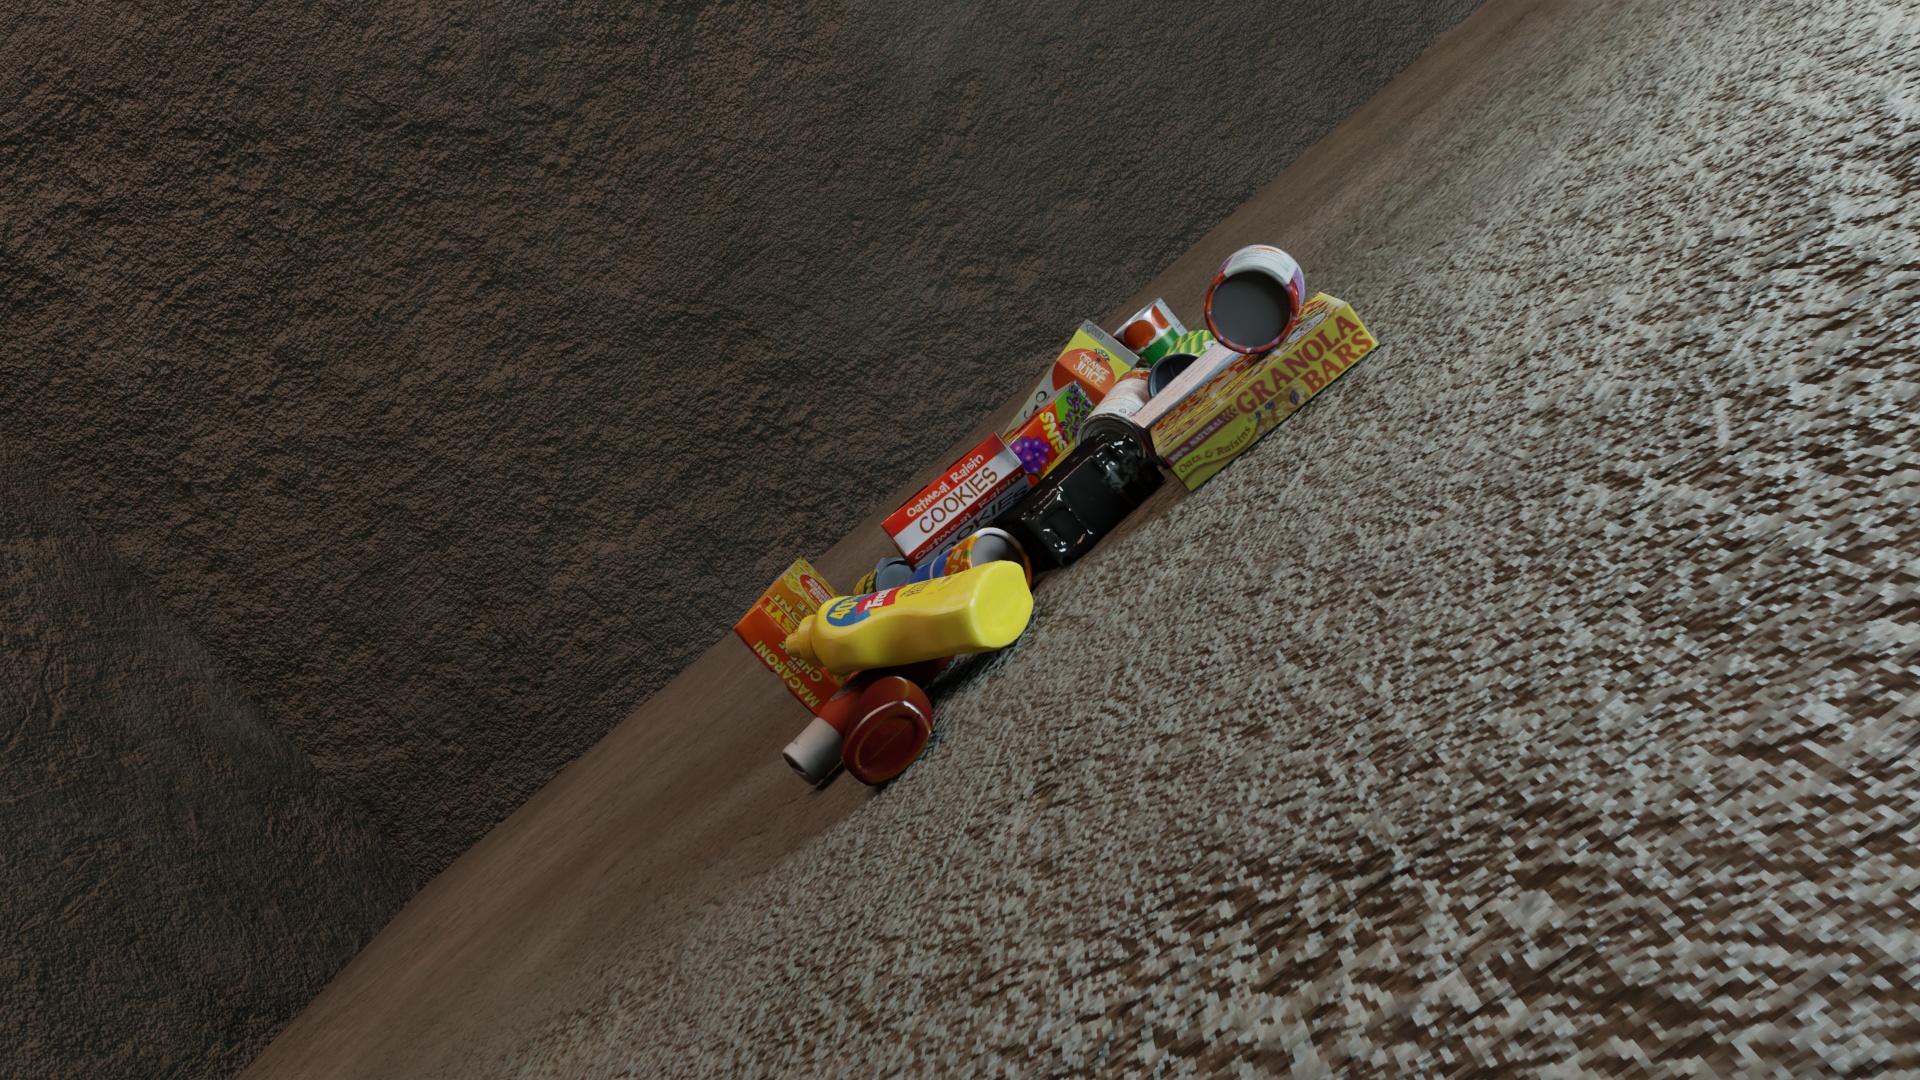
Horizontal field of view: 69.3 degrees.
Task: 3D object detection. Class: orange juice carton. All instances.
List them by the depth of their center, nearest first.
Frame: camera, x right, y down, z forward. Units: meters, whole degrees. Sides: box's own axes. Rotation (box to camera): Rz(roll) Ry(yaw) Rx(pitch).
[{"bbox_3d":[0.112,-0.146,1.501,0.191,0.072,0.073,-54,1,31],"label":"orange juice carton"}]

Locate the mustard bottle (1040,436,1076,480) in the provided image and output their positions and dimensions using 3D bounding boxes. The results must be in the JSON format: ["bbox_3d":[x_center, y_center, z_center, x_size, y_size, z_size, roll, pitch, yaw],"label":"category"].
[{"bbox_3d":[0.108,-0.060,1.256,0.065,0.049,0.161,-37,7,41],"label":"mustard bottle"}]

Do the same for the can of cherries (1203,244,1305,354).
[{"bbox_3d":[0.211,-0.170,0.996,0.071,0.071,0.059,-37,9,29],"label":"can of cherries"}]

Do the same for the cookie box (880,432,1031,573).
[{"bbox_3d":[0.004,-0.015,1.200,0.123,0.040,0.167,-39,-19,-4],"label":"cookie box"}]

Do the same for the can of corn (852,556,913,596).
[{"bbox_3d":[-0.070,0.054,1.398,0.071,0.071,0.058,-45,7,-35],"label":"can of corn"}]

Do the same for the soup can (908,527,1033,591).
[{"bbox_3d":[0.008,0.037,1.111,0.083,0.071,0.072,-33,10,46],"label":"soup can"}]

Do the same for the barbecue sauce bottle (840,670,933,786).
[{"bbox_3d":[-0.049,0.121,0.959,0.065,0.043,0.149,-43,6,3],"label":"barbecue sauce bottle"}]

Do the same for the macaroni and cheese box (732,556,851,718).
[{"bbox_3d":[-0.139,0.092,1.306,0.040,0.123,0.167,-42,6,15],"label":"macaroni and cheese box"}]

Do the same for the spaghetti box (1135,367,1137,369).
[{"bbox_3d":[0.183,-0.148,1.497,0.050,0.028,0.251,-38,7,23],"label":"spaghetti box"}]

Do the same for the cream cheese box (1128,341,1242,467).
[{"bbox_3d":[0.188,-0.111,1.117,0.104,0.053,0.024,-41,46,-3],"label":"cream cheese box"}]

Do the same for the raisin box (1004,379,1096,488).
[{"bbox_3d":[0.092,-0.084,1.334,0.124,0.086,0.040,-44,12,-33],"label":"raisin box"}]

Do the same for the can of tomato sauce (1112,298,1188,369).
[{"bbox_3d":[0.212,-0.206,1.487,0.071,0.083,0.071,-39,6,5],"label":"can of tomato sauce"}]

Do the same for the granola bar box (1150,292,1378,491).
[{"bbox_3d":[0.217,-0.110,1.016,0.165,0.039,0.124,-39,7,12],"label":"granola bar box"}]

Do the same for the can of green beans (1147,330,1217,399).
[{"bbox_3d":[0.201,-0.140,1.187,0.071,0.071,0.058,-35,8,39],"label":"can of green beans"}]

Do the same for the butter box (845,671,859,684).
[{"bbox_3d":[-0.062,0.101,1.248,0.053,0.024,0.104,-36,8,26],"label":"butter box"}]

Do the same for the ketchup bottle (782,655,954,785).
[{"bbox_3d":[-0.071,0.124,1.064,0.149,0.043,0.064,-44,10,-22],"label":"ketchup bottle"}]
